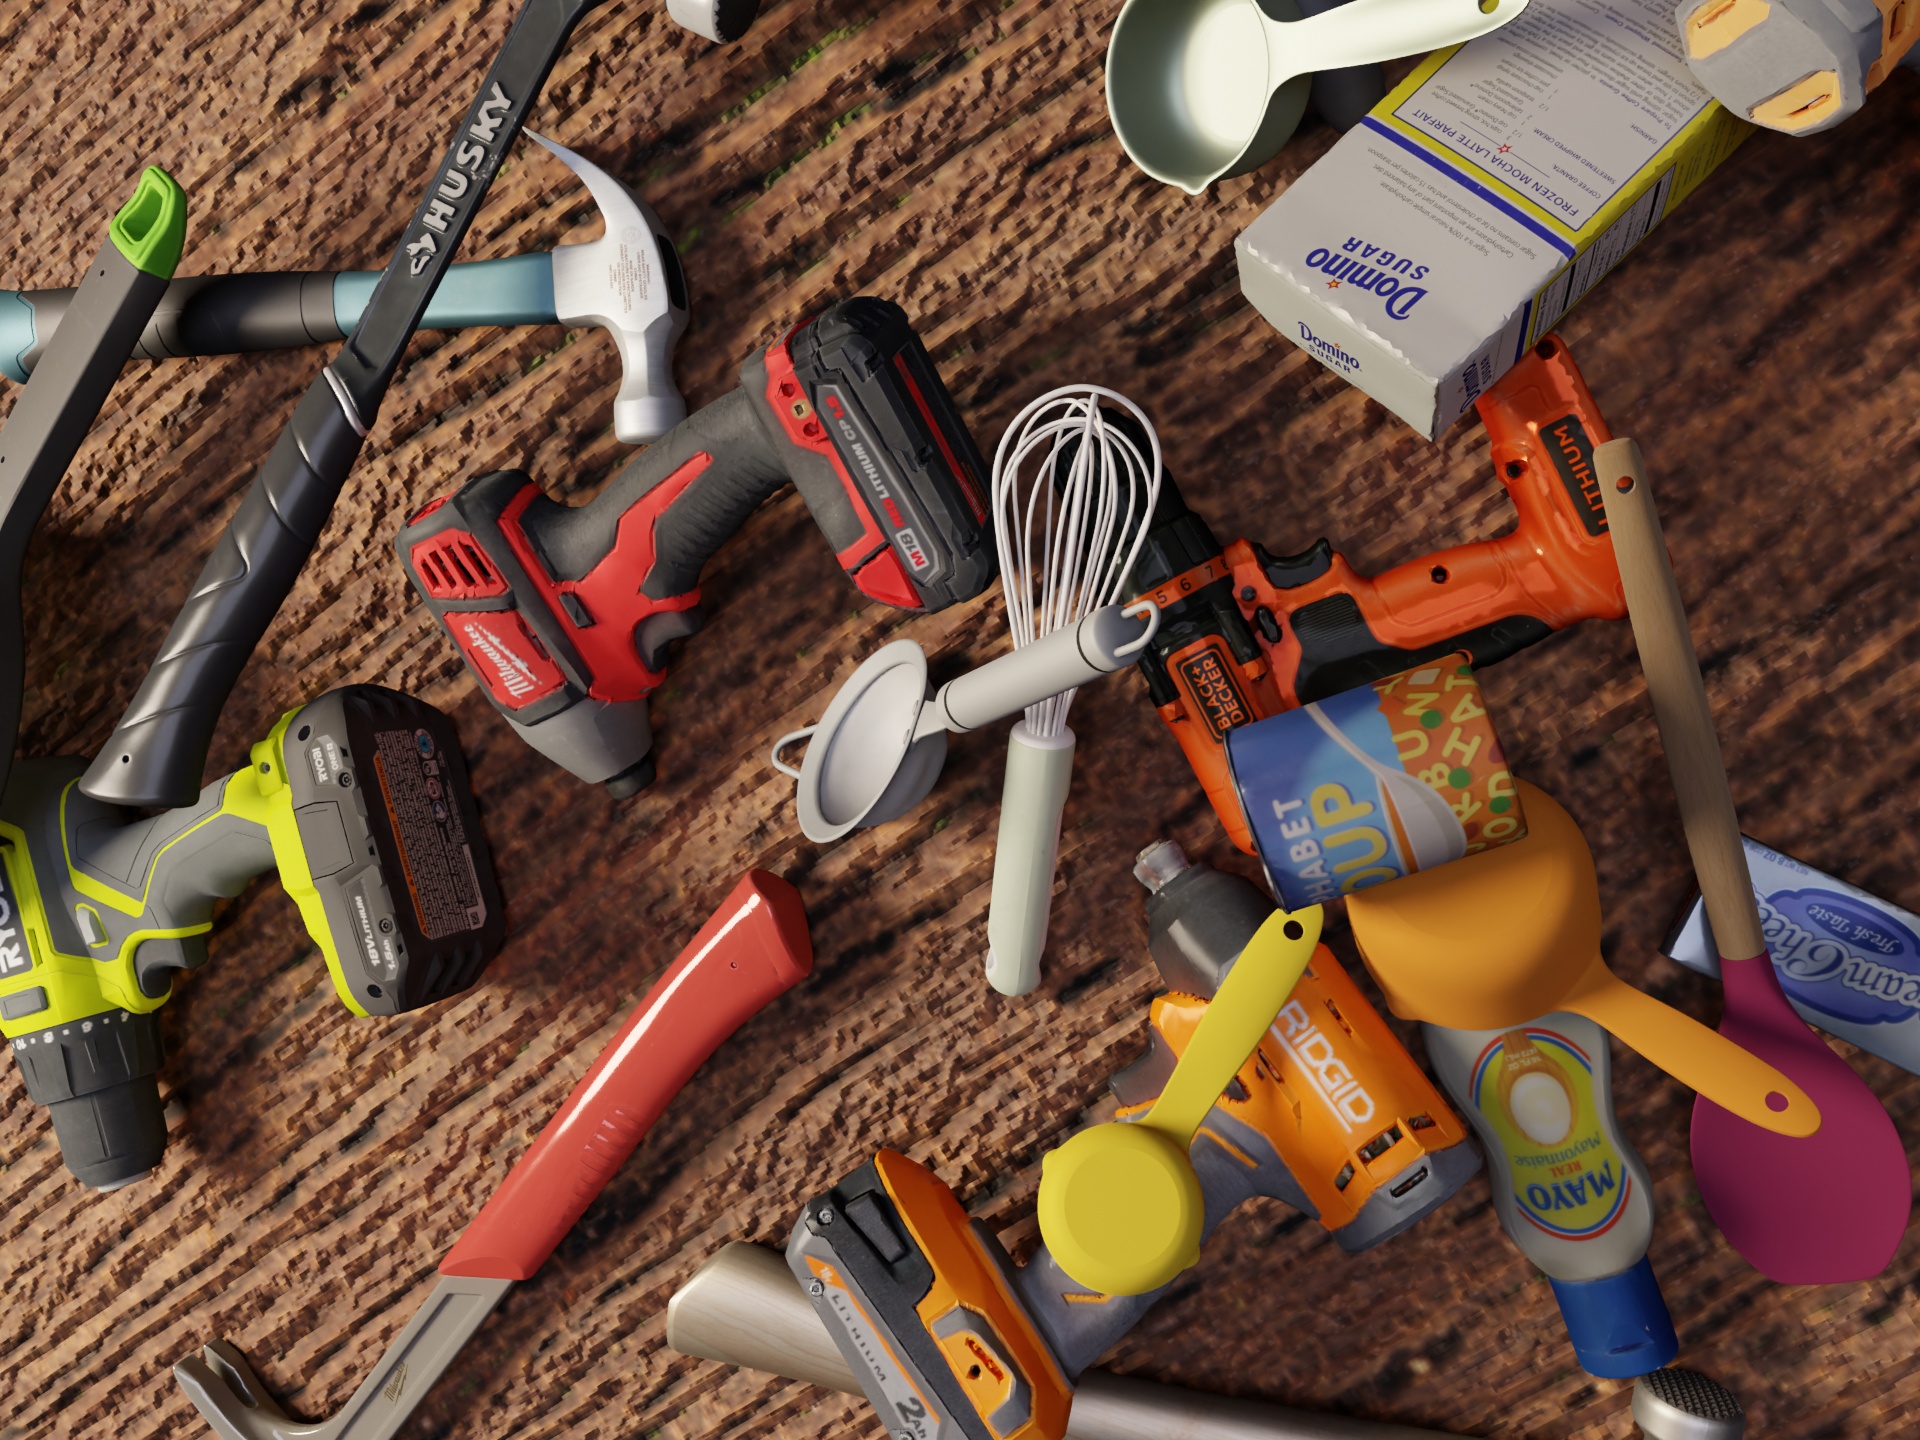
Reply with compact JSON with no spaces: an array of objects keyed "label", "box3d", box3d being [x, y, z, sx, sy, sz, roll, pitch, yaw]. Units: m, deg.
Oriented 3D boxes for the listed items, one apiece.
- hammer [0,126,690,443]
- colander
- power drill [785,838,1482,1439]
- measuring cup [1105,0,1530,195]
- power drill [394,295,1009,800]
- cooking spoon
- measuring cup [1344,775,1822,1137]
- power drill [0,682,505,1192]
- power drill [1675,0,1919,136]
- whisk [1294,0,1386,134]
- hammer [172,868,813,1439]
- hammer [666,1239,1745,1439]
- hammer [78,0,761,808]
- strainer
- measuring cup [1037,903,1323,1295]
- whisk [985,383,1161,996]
[{"label":"hammer","box3d":[-0.276,-0.176,0.682,0.331,0.033,0.128,-1,93,12]},{"label":"colander","box3d":[-0.448,-0.066,0.654,0.205,0.094,0.397,43,104,32]},{"label":"power drill","box3d":[0.052,0.159,0.590,0.226,0.084,0.164,-35,73,-1]},{"label":"measuring cup","box3d":[0.125,-0.233,0.552,0.168,0.038,0.083,7,112,45]},{"label":"power drill","box3d":[-0.099,-0.060,0.622,0.219,0.079,0.143,-23,108,17]},{"label":"cooking spoon","box3d":[0.265,0.056,0.551,0.069,0.017,0.318,-14,102,25]},{"label":"measuring cup","box3d":[0.208,0.080,0.541,0.095,0.052,0.174,-48,52,-9]},{"label":"power drill","box3d":[-0.320,0.091,0.685,0.228,0.080,0.190,-16,88,15]},{"label":"power drill","box3d":[0.359,-0.214,0.494,0.226,0.084,0.185,41,86,-6]},{"label":"whisk","box3d":[0.089,-0.345,0.587,0.070,0.070,0.284,-25,93,12]},{"label":"hammer","box3d":[-0.189,0.203,0.682,0.149,0.036,0.359,39,100,8]},{"label":"hammer","box3d":[0.079,0.289,0.629,0.410,0.038,0.146,9,96,12]},{"label":"hammer","box3d":[-0.236,-0.146,0.624,0.149,0.036,0.409,29,91,11]},{"label":"strainer","box3d":[-0.001,-0.002,0.558,0.050,0.258,0.087,25,69,-20]},{"label":"measuring cup","box3d":[0.081,0.123,0.541,0.062,0.029,0.156,32,80,13]},{"label":"whisk","box3d":[0.032,-0.002,0.590,0.059,0.058,0.246,3,115,-5]}]
